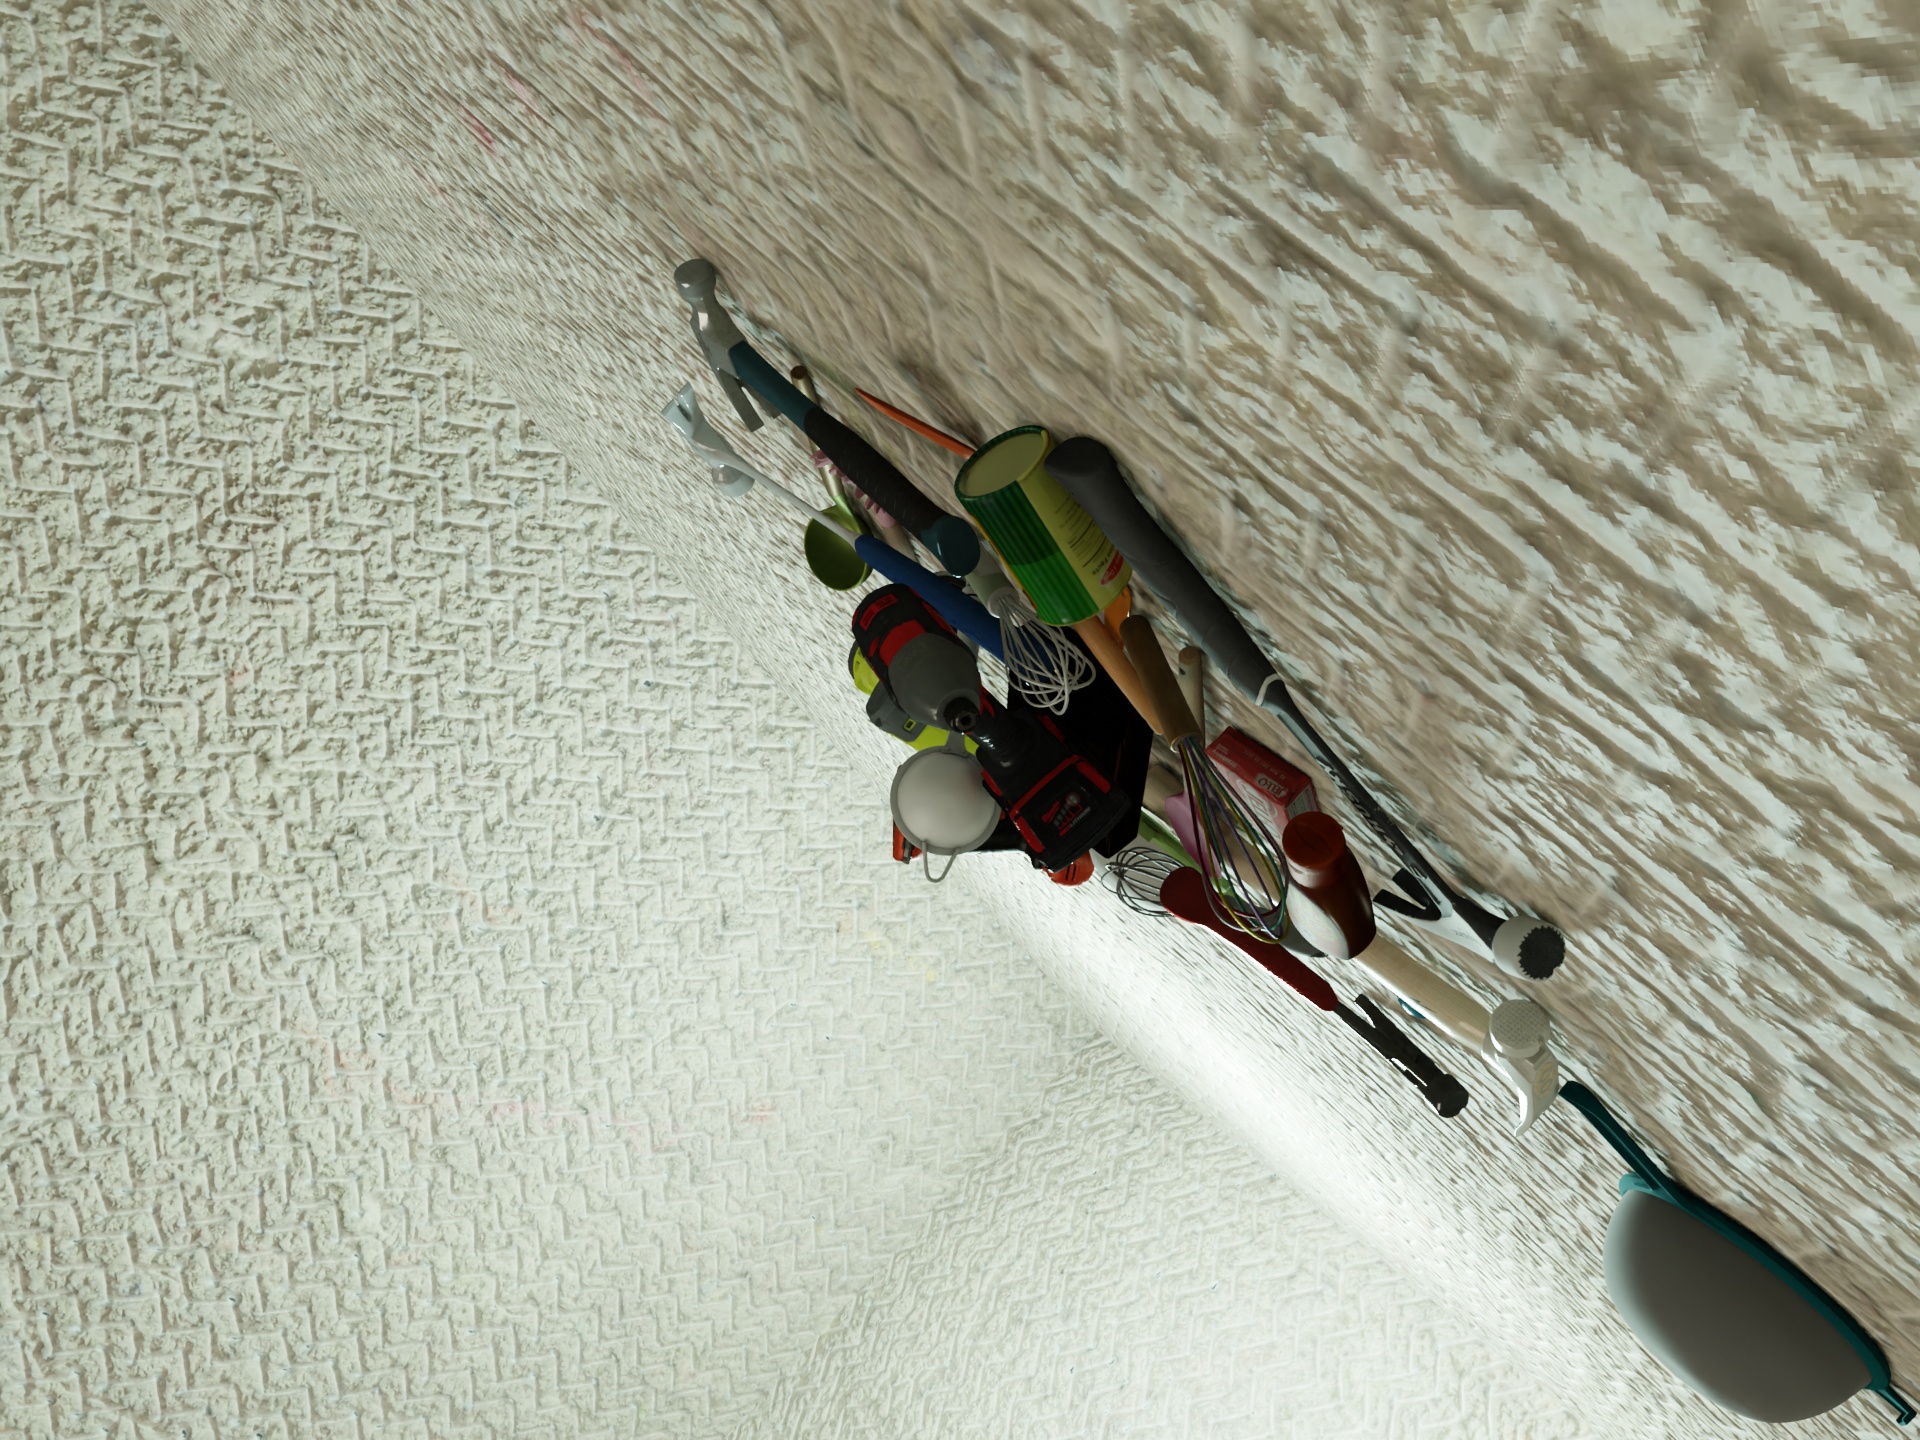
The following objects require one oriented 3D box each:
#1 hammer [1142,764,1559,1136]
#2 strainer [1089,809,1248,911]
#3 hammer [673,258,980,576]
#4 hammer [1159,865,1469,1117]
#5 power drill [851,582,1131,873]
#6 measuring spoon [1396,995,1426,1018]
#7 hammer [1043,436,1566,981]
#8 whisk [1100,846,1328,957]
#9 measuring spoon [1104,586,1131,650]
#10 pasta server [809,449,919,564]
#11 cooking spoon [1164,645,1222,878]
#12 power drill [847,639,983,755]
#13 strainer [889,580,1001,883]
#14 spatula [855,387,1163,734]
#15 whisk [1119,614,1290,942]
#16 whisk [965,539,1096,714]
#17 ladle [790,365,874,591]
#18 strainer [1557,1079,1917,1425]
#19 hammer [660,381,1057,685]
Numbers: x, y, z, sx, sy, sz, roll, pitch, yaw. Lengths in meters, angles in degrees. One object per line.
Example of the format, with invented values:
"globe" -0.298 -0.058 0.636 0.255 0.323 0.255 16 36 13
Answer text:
"hammer" 0.280 0.157 1.223 0.411 0.038 0.146 38 162 41
"strainer" 0.194 0.151 1.414 0.256 0.069 0.152 39 -178 -26
"hammer" -0.097 -0.208 1.142 0.331 0.033 0.128 44 163 32
"hammer" 0.270 0.204 1.267 0.358 0.036 0.149 37 -175 -35
"power drill" 0.020 0.006 1.098 0.219 0.078 0.143 44 -175 -40
"measuring spoon" 0.326 0.189 1.245 0.128 0.021 0.042 45 171 -3
"hammer" 0.189 -0.006 0.928 0.408 0.036 0.149 47 172 -15
"whisk" 0.215 0.156 1.306 0.238 0.055 0.055 22 -179 -26
"measuring spoon" 0.108 -0.071 1.077 0.021 0.011 0.116 45 168 14
"pasta server" -0.062 -0.154 1.358 0.060 0.040 0.316 42 172 20
"cooking spoon" 0.169 0.036 1.147 0.069 0.017 0.318 50 169 29
"power drill" -0.019 -0.011 1.490 0.171 0.080 0.223 31 -170 -22
"strainer" -0.002 -0.004 1.228 0.087 0.259 0.050 10 157 -9
"spatula" 0.045 -0.104 1.064 0.322 0.041 0.081 51 -179 -23
"whisk" 0.146 0.030 0.981 0.051 0.047 0.245 97 158 -54
"whisk" 0.033 -0.080 1.114 0.247 0.058 0.059 -121 23 -54
"ladle" -0.119 -0.201 1.348 0.078 0.062 0.320 43 169 17
"strainer" 0.507 0.394 1.140 0.340 0.095 0.211 46 171 -18
"hammer" -0.086 -0.145 1.253 0.406 0.035 0.144 36 172 30
